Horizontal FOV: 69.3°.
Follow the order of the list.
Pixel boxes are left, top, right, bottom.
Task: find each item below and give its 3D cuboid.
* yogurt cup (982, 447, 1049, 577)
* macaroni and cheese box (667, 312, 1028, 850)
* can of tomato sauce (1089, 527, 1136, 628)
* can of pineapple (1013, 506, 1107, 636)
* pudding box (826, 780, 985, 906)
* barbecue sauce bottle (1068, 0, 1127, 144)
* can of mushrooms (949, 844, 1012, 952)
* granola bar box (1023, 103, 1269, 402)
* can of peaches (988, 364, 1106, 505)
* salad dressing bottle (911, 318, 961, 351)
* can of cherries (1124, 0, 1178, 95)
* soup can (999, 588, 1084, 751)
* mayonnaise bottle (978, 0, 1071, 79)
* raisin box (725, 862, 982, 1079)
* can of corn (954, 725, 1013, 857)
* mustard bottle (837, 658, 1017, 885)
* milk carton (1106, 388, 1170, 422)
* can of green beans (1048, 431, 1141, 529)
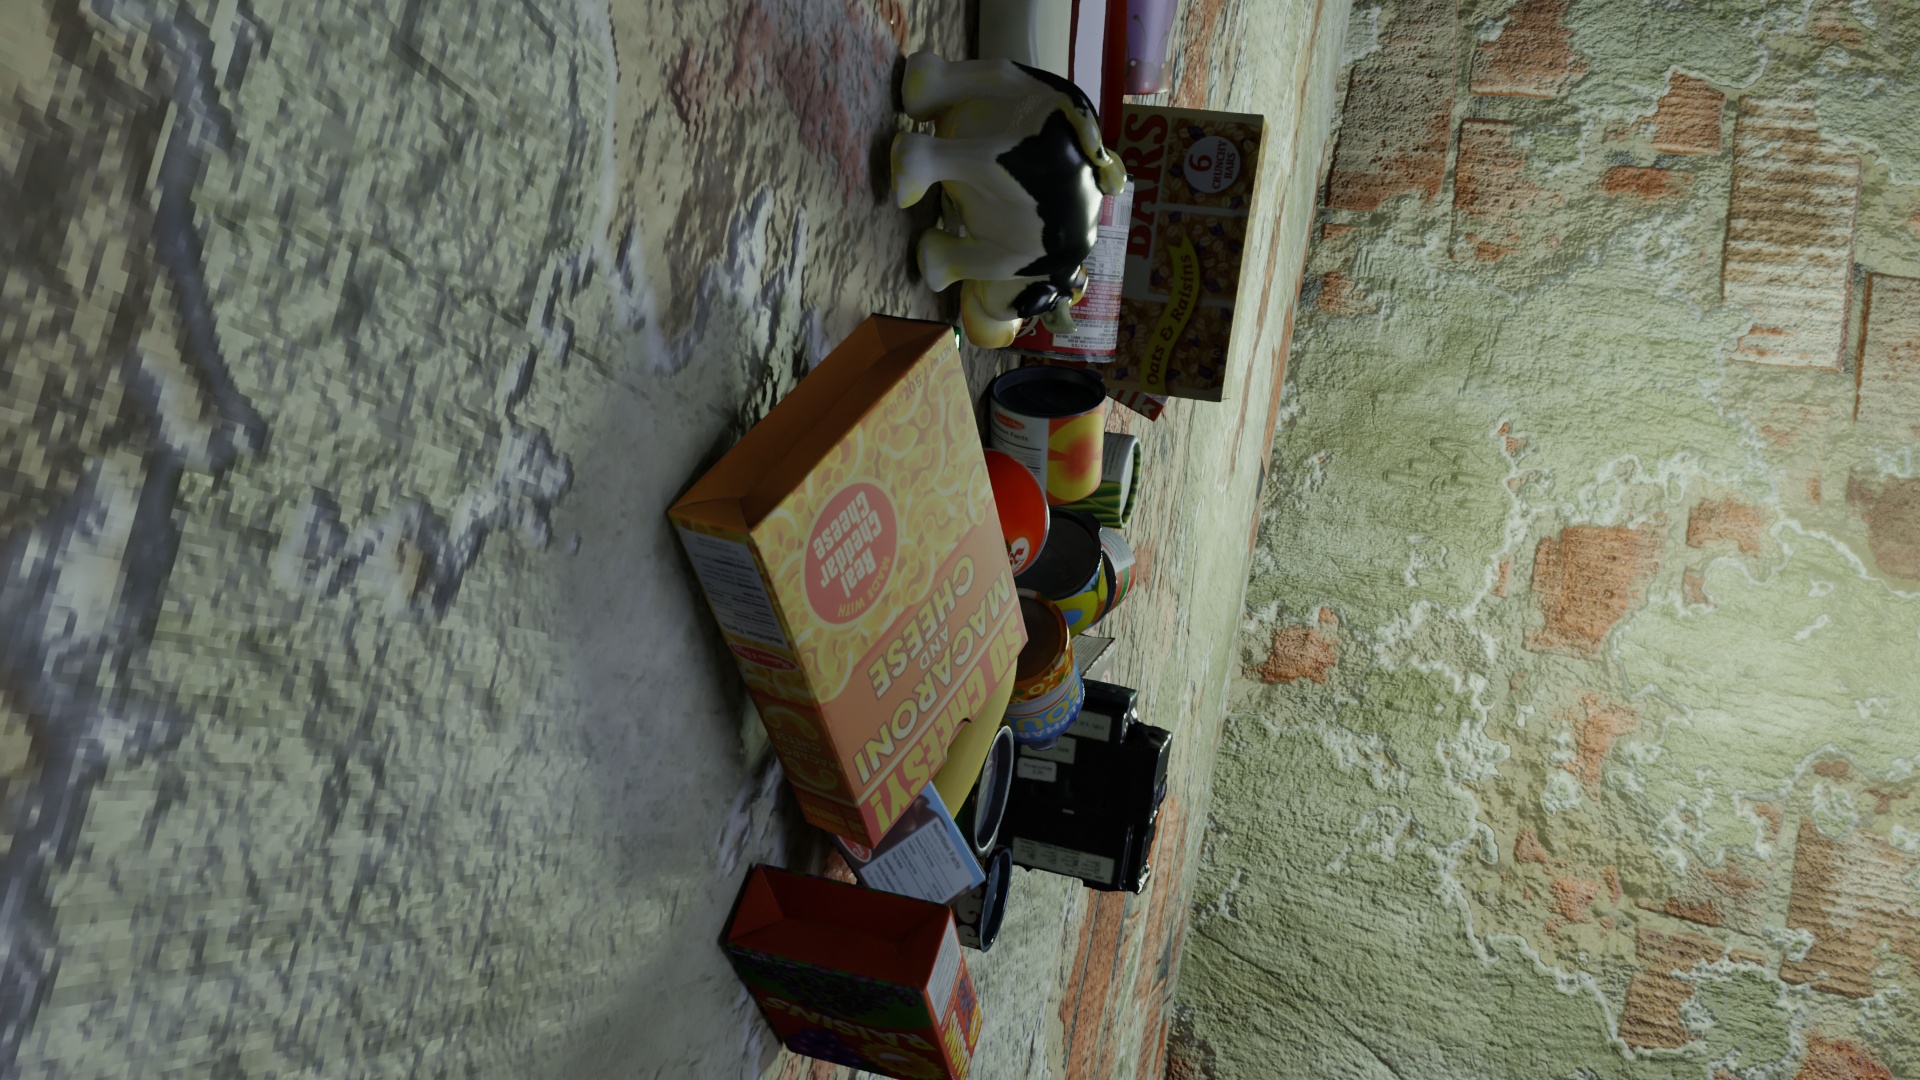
[{"bbox_3d":[0.002,-0.008,0.674,0.054,0.072,0.072,-21,120,-62],"label":"yogurt cup"},{"bbox_3d":[-0.032,0.018,0.529,0.124,0.040,0.165,-51,140,-35],"label":"macaroni and cheese box"},{"bbox_3d":[0.080,0.026,0.950,0.083,0.071,0.071,-17,115,-73],"label":"can of tomato sauce"},{"bbox_3d":[0.059,0.020,0.867,0.057,0.071,0.071,72,32,-60],"label":"can of pineapple"},{"bbox_3d":[-0.029,0.126,0.604,0.083,0.050,0.030,62,-13,-22],"label":"pudding box"},{"bbox_3d":[0.063,-0.289,0.744,0.065,0.044,0.148,-19,119,-43],"label":"barbecue sauce bottle"},{"bbox_3d":[0.008,0.220,0.871,0.071,0.033,0.071,9,91,-73],"label":"can of mushrooms"},{"bbox_3d":[0.110,-0.173,0.832,0.039,0.124,0.165,-20,118,-72],"label":"granola bar box"},{"bbox_3d":[0.051,-0.061,0.795,0.071,0.071,0.057,-57,153,-54],"label":"can of peaches"},{"bbox_3d":[-0.023,-0.022,0.610,0.064,0.044,0.147,-31,128,-63],"label":"salad dressing bottle"},{"bbox_3d":[0.094,-0.293,0.807,0.072,0.071,0.058,-51,147,-59],"label":"can of cherries"},{"bbox_3d":[0.037,0.078,0.826,0.083,0.071,0.071,70,33,-58],"label":"soup can"},{"bbox_3d":[0.030,-0.207,0.693,0.065,0.041,0.147,-50,147,-58],"label":"mayonnaise bottle"},{"bbox_3d":[-0.042,0.189,0.592,0.122,0.086,0.040,80,23,-49],"label":"raisin box"},{"bbox_3d":[-0.010,0.125,0.712,0.071,0.058,0.071,8,91,-74],"label":"can of corn"},{"bbox_3d":[-0.024,0.106,0.657,0.160,0.065,0.048,-69,157,-12],"label":"mustard bottle"},{"bbox_3d":[0.134,-0.147,0.984,0.073,0.072,0.191,-62,175,32],"label":"milk carton"},{"bbox_3d":[0.089,-0.043,0.952,0.071,0.058,0.071,8,91,-74],"label":"can of green beans"}]
